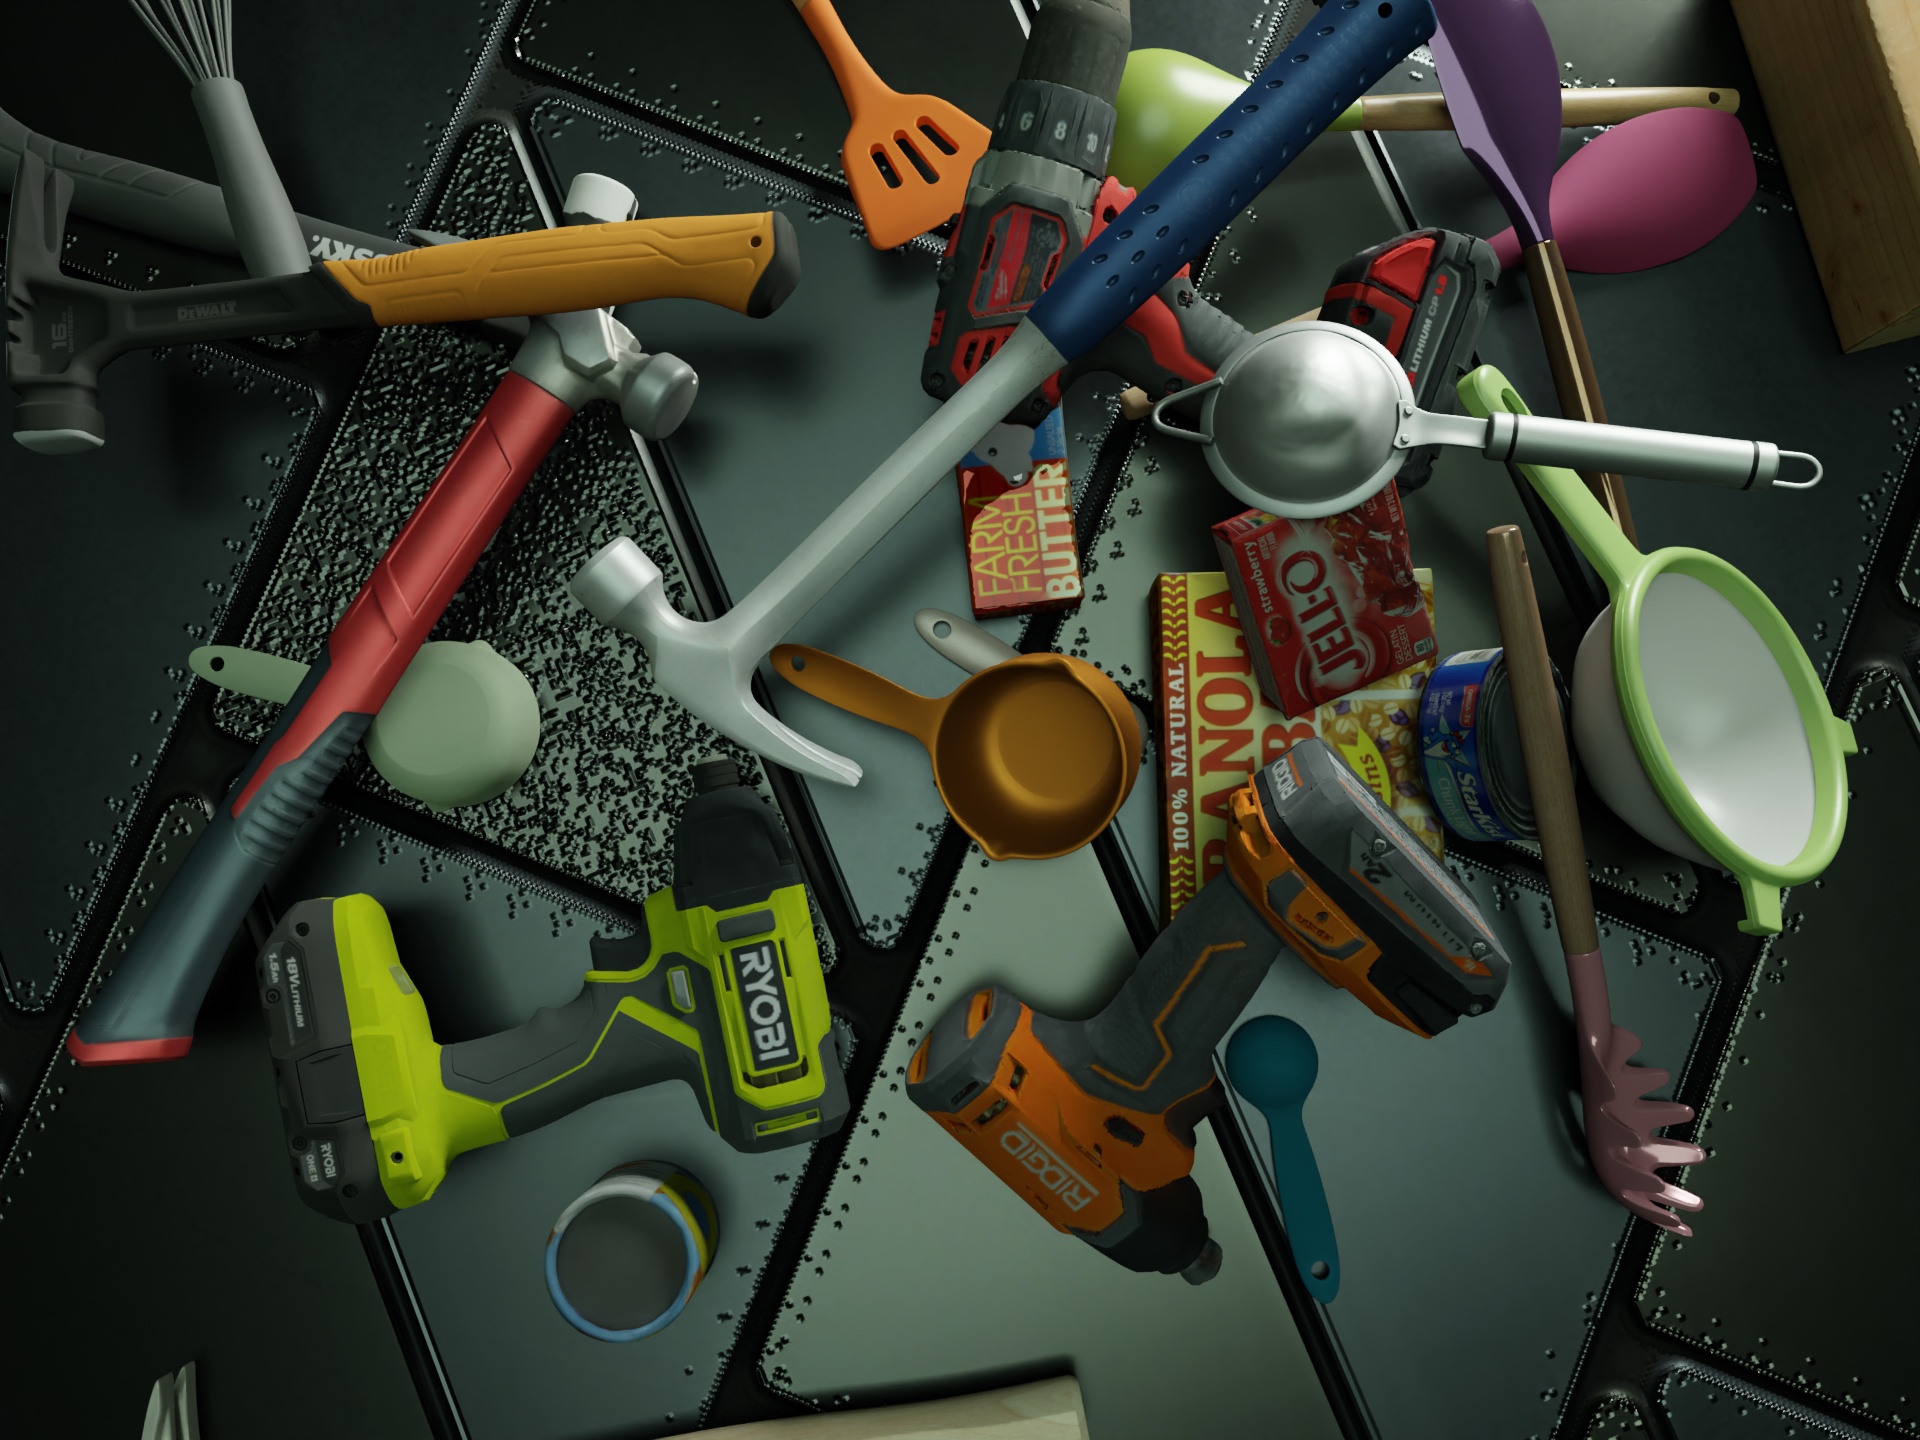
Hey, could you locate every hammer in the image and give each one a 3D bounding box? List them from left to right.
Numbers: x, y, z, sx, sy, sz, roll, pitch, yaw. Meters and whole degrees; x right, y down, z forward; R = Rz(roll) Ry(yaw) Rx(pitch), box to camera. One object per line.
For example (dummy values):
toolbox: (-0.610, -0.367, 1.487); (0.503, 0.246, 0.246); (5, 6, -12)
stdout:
hammer: (-0.331, -0.225, 0.751); (0.335, 0.035, 0.146); (16, 84, 2)
hammer: (-0.277, -0.027, 0.692); (0.143, 0.038, 0.386); (32, 85, 5)
hammer: (-0.237, -0.190, 0.675); (0.337, 0.034, 0.127); (-5, 84, 3)
hammer: (-0.150, 0.327, 0.695); (0.410, 0.038, 0.146); (-10, 83, 0)
hammer: (0.031, -0.142, 0.647); (0.405, 0.035, 0.144); (-43, 97, 7)

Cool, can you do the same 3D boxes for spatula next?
spatula: (-0.082, -0.365, 0.758); (0.081, 0.041, 0.323); (-31, 84, -1)
spatula: (0.273, -0.193, 0.727); (0.060, 0.018, 0.316); (-16, 92, -10)

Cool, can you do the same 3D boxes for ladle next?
ladle: (0.208, -0.282, 0.752); (0.320, 0.062, 0.078); (-4, 86, -6)

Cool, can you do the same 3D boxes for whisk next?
whisk: (-0.337, -0.285, 0.719); (0.055, 0.055, 0.239); (-21, 87, -1)

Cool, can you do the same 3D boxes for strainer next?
strainer: (0.205, -0.115, 0.626); (0.258, 0.050, 0.087); (8, 78, 7)
strainer: (0.277, -0.035, 0.685); (0.256, 0.069, 0.151); (51, 51, -5)

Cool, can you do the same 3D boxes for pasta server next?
pasta server: (0.265, 0.071, 0.670); (0.040, 0.060, 0.316); (-6, 105, 38)

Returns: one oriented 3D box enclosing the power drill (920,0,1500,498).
power drill: (0.109, -0.202, 0.690); (0.226, 0.080, 0.188); (15, 99, -5)

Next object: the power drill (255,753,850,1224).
power drill: (-0.173, 0.116, 0.689); (0.223, 0.080, 0.171); (-12, 86, -10)

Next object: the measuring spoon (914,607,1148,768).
measuring spoon: (0.031, -0.018, 0.734); (0.124, 0.018, 0.034); (31, 86, 4)

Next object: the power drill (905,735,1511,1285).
power drill: (0.110, 0.134, 0.663); (0.226, 0.084, 0.164); (-42, 102, 16)

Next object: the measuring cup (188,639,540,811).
measuring cup: (-0.278, -0.010, 0.727); (0.167, 0.038, 0.083); (14, 85, 0)

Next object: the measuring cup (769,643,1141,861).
measuring cup: (-0.001, -0.002, 0.715); (0.174, 0.052, 0.095); (23, 107, 16)

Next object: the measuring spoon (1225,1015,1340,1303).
measuring spoon: (0.150, 0.196, 0.709); (0.042, 0.021, 0.129); (-12, 83, 0)

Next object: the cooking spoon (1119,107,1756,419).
cooking spoon: (0.224, -0.207, 0.746); (0.319, 0.017, 0.068); (-22, 100, 1)
